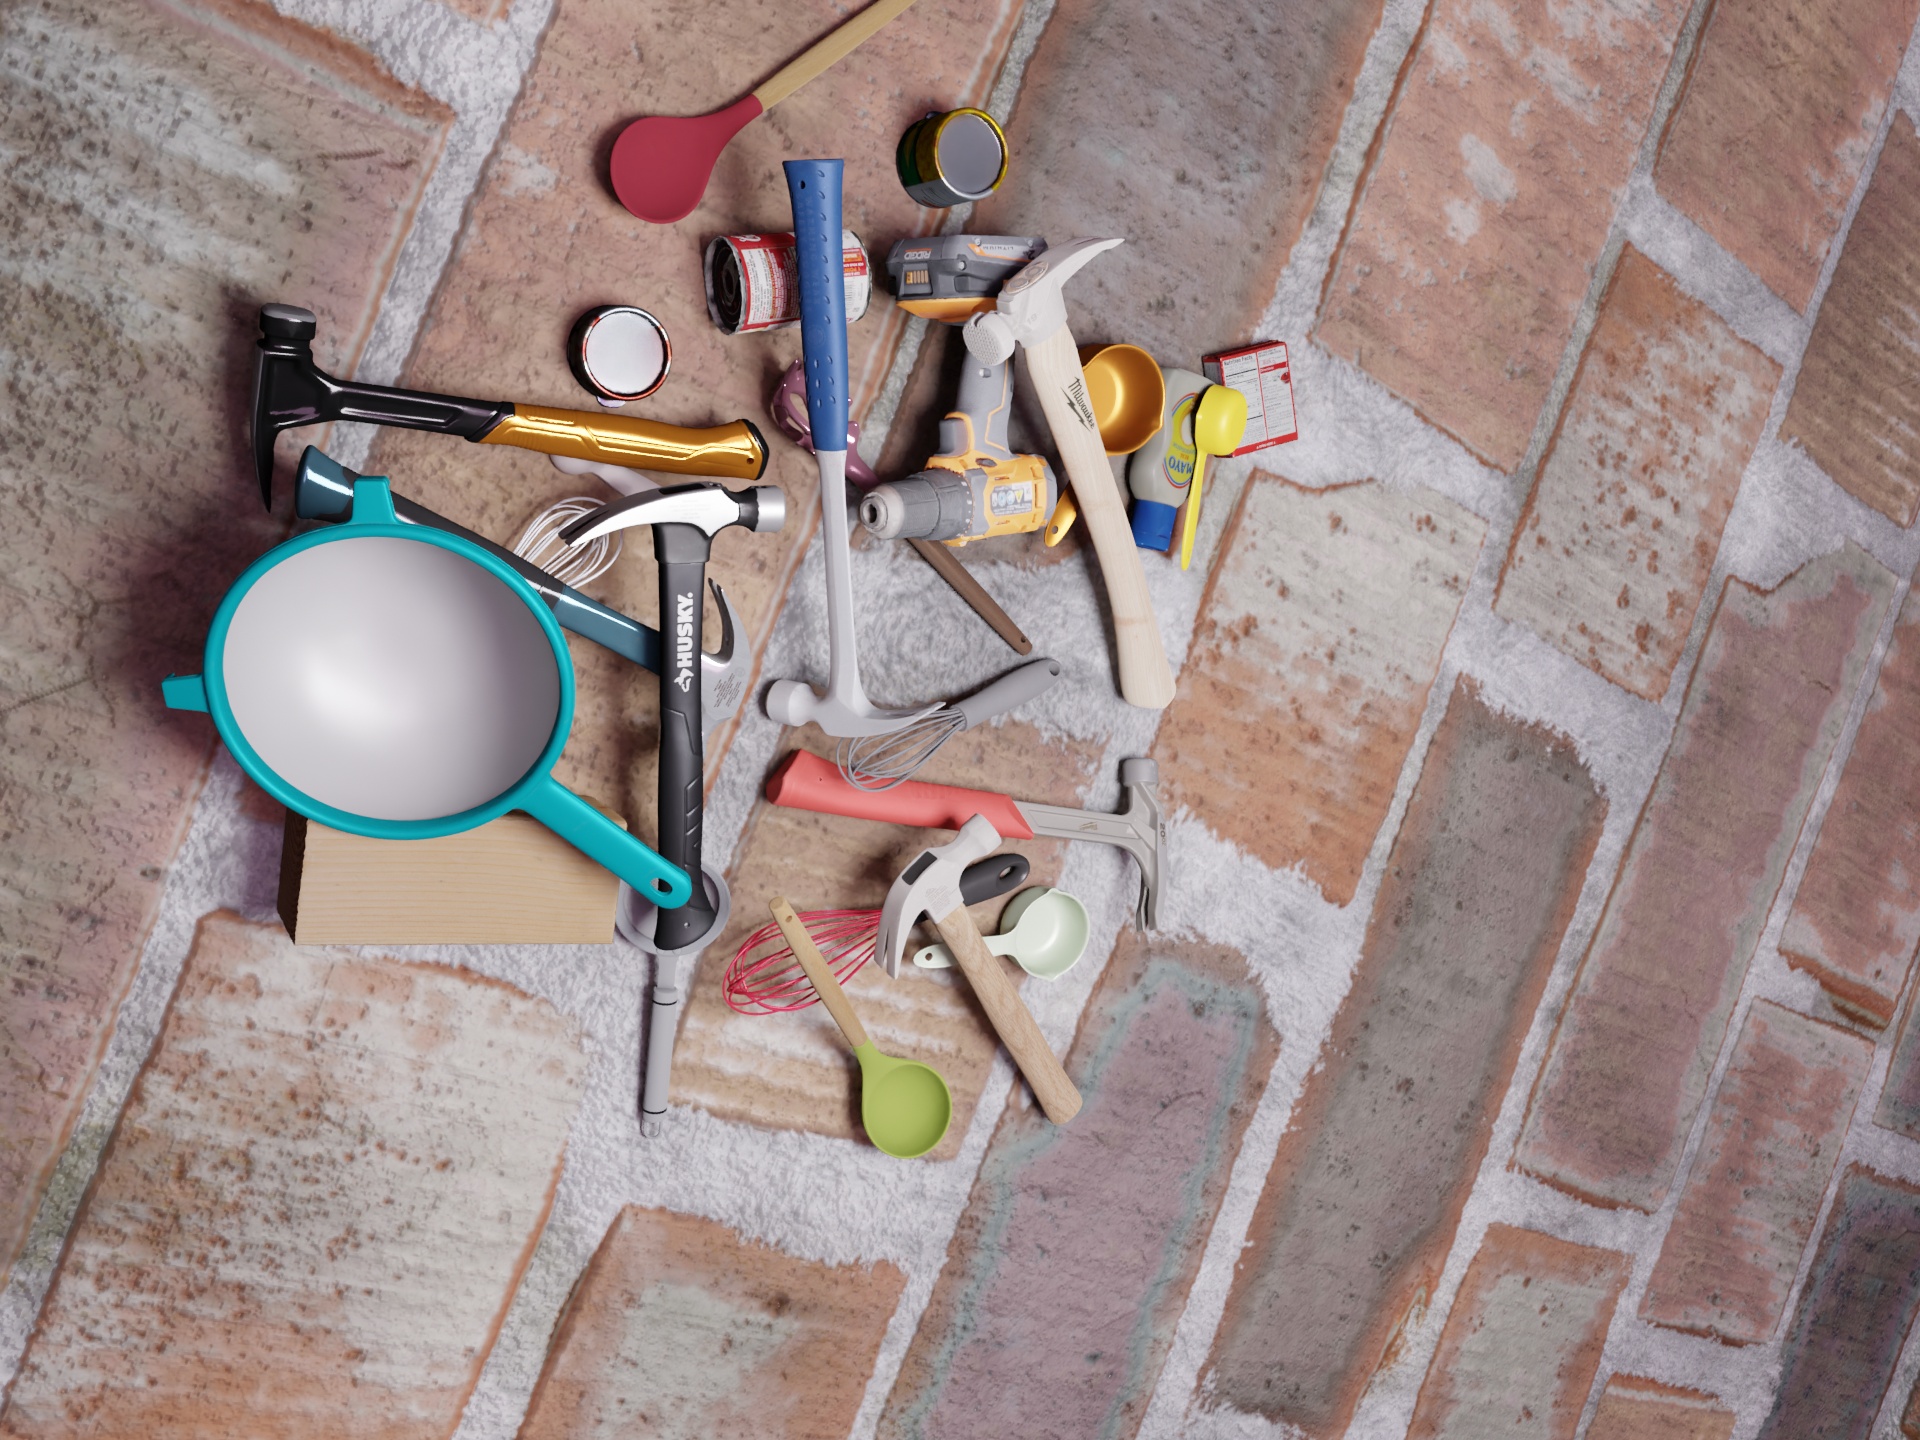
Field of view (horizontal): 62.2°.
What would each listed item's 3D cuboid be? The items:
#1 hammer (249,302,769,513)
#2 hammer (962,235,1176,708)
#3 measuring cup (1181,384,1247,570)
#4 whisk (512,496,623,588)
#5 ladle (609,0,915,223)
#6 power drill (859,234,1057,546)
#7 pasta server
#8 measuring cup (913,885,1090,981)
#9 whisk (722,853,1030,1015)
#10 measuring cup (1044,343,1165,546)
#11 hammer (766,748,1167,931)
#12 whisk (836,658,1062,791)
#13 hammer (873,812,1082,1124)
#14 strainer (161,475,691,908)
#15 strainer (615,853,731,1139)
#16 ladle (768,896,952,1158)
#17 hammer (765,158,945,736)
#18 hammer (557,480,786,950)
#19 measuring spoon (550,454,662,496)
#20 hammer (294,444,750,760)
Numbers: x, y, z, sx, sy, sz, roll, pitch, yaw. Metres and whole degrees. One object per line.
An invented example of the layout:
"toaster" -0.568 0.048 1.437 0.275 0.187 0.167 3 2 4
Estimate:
"hammer" -0.290 -0.188 1.060 0.336 0.034 0.127 3 115 -29
"hammer" 0.118 -0.175 1.259 0.146 0.038 0.410 -44 133 -24
"measuring cup" 0.211 -0.201 1.331 0.062 0.029 0.156 -10 111 -62
"whisk" -0.329 -0.064 1.081 0.246 0.058 0.059 -43 87 -11
"ladle" -0.127 -0.454 1.131 0.315 0.031 0.069 -43 119 -18
"power drill" -0.006 -0.243 1.188 0.185 0.084 0.226 -16 110 -45
"pasta server" -0.038 -0.154 1.232 0.316 0.040 0.060 45 62 -30
"measuring cup" 0.029 0.183 1.337 0.167 0.038 0.083 -6 103 -27
"whisk" -0.061 0.163 1.271 0.296 0.073 0.073 -19 109 -32
"measuring cup" 0.098 -0.224 1.290 0.095 0.052 0.173 25 93 -33
"hammer" 0.015 0.084 1.291 0.358 0.037 0.149 9 73 -28
"whisk" -0.003 -0.005 1.262 0.239 0.055 0.055 -26 112 -38
"hammer" 0.029 0.228 1.302 0.130 0.031 0.331 -39 128 -15
"strainer" -0.301 0.000 1.008 0.211 0.095 0.340 -42 118 13
"strainer" -0.223 0.197 1.195 0.087 0.050 0.258 5 104 -10
"ladle" -0.078 0.237 1.216 0.078 0.062 0.319 -43 139 -20
"hammer" -0.085 -0.179 1.116 0.035 0.144 0.405 -30 124 -53
"hammer" -0.197 0.004 1.092 0.146 0.035 0.334 -5 111 -25
"measuring spoon" -0.234 -0.169 1.129 0.124 0.018 0.034 30 84 -31
"hammer" -0.283 -0.084 1.056 0.330 0.033 0.128 28 94 -32
